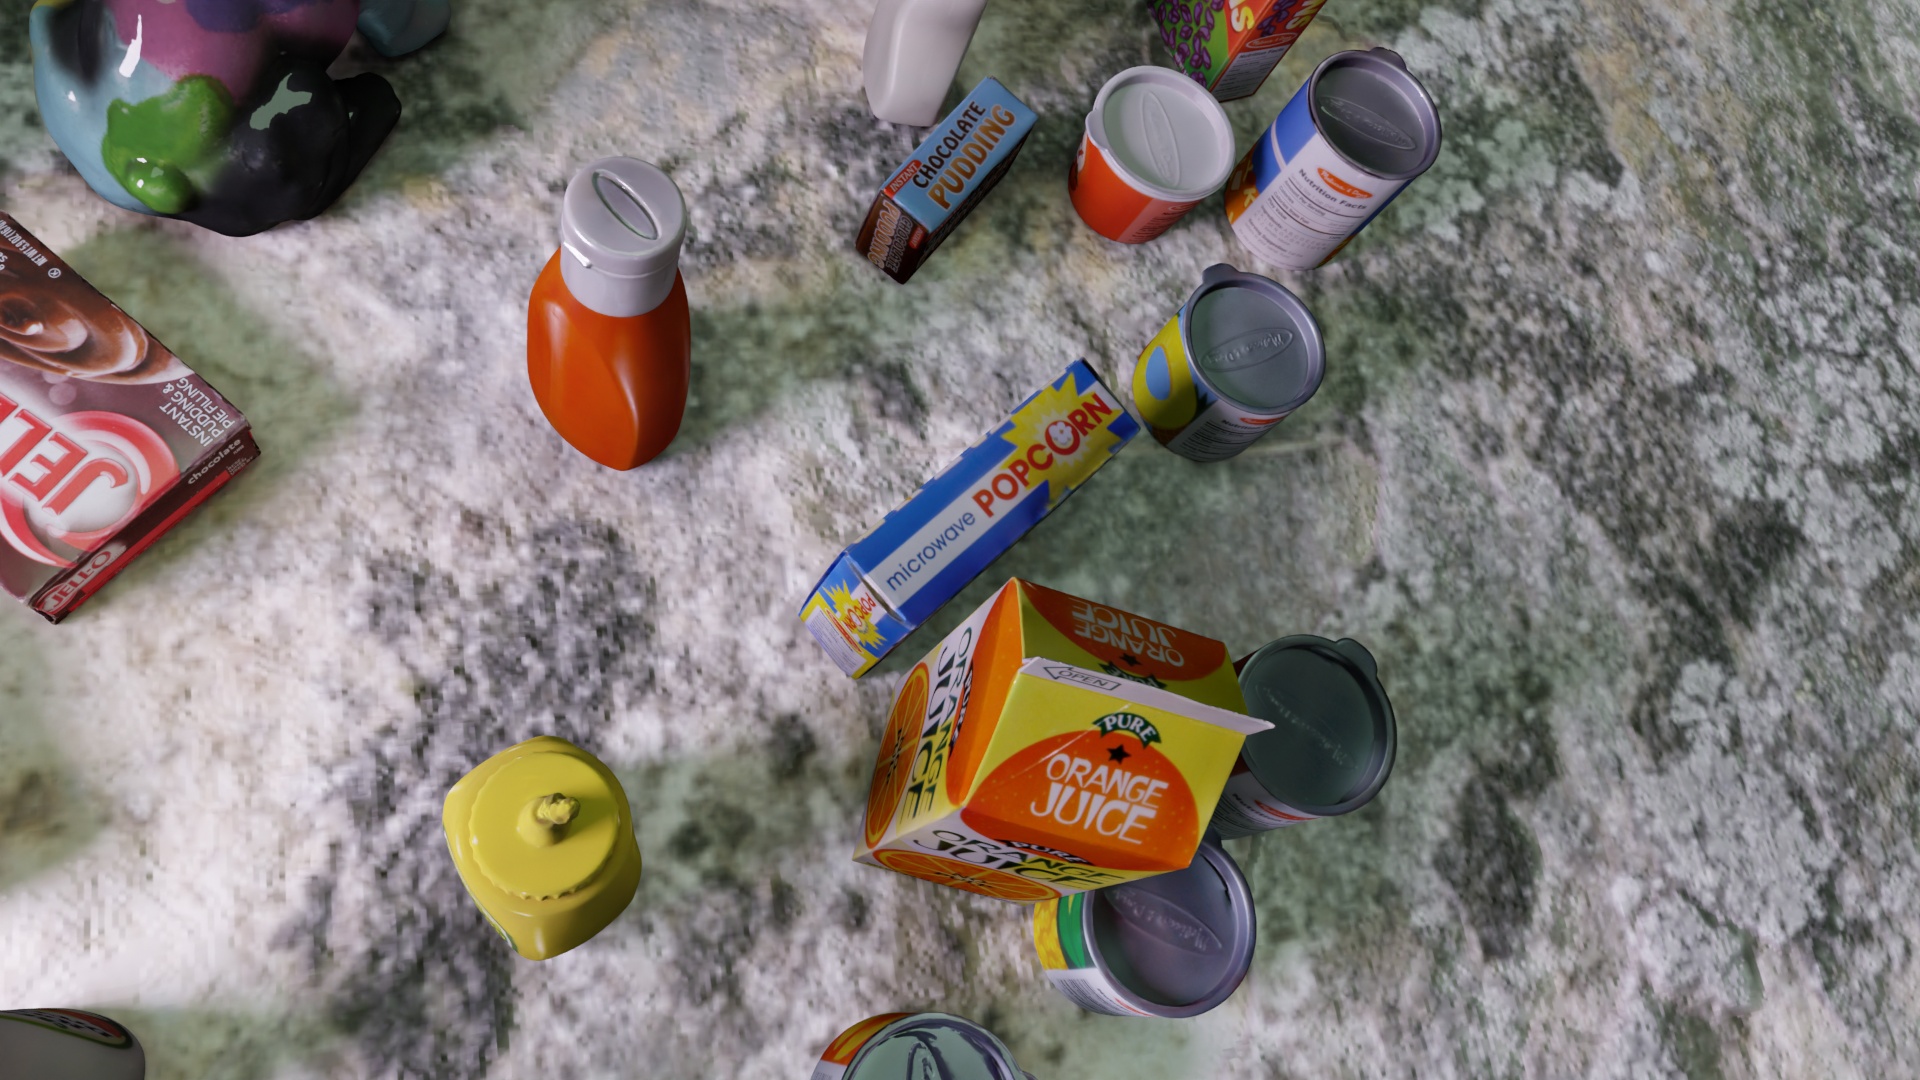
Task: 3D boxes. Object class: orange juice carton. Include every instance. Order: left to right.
[{"bbox_3d":[0.026,0.069,0.452,0.072,0.192,0.073,18,68,-11],"label":"orange juice carton"}]

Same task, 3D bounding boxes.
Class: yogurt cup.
[{"bbox_3d":[0.083,-0.171,0.630,0.072,0.053,0.072,6,70,-15],"label":"yogurt cup"}]

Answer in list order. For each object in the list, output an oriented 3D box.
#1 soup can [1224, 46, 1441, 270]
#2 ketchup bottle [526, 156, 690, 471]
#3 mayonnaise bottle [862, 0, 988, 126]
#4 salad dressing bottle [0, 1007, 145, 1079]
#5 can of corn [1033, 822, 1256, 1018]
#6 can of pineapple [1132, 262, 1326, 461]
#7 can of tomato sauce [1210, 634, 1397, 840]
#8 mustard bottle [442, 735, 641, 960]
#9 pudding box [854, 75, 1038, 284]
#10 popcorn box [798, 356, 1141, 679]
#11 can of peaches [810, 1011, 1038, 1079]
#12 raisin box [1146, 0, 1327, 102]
[{"bbox_3d":[0.171,-0.175,0.643,0.071,0.083,0.071,6,70,-15],"label":"soup can"},{"bbox_3d":[-0.121,-0.076,0.481,0.065,0.148,0.044,47,65,2],"label":"ketchup bottle"},{"bbox_3d":[-0.006,-0.237,0.574,0.041,0.147,0.065,5,71,-16],"label":"mayonnaise bottle"},{"bbox_3d":[-0.259,0.144,0.361,0.064,0.147,0.044,14,68,-12],"label":"salad dressing bottle"},{"bbox_3d":[0.067,0.139,0.514,0.071,0.058,0.071,6,70,-15],"label":"can of corn"},{"bbox_3d":[0.115,-0.076,0.605,0.071,0.057,0.071,6,70,-15],"label":"can of pineapple"},{"bbox_3d":[0.117,0.077,0.538,0.071,0.082,0.071,6,70,-15],"label":"can of tomato sauce"},{"bbox_3d":[-0.126,0.089,0.415,0.049,0.159,0.065,-32,83,-24],"label":"mustard bottle"},{"bbox_3d":[-0.006,-0.156,0.599,0.030,0.049,0.084,39,65,-1],"label":"pudding box"},{"bbox_3d":[0.002,-0.007,0.530,0.127,0.085,0.038,-41,87,-25],"label":"popcorn box"},{"bbox_3d":[-0.014,0.194,0.469,0.071,0.058,0.071,6,70,-15],"label":"can of peaches"},{"bbox_3d":[0.133,-0.275,0.644,0.040,0.123,0.086,-16,77,-21],"label":"raisin box"}]
